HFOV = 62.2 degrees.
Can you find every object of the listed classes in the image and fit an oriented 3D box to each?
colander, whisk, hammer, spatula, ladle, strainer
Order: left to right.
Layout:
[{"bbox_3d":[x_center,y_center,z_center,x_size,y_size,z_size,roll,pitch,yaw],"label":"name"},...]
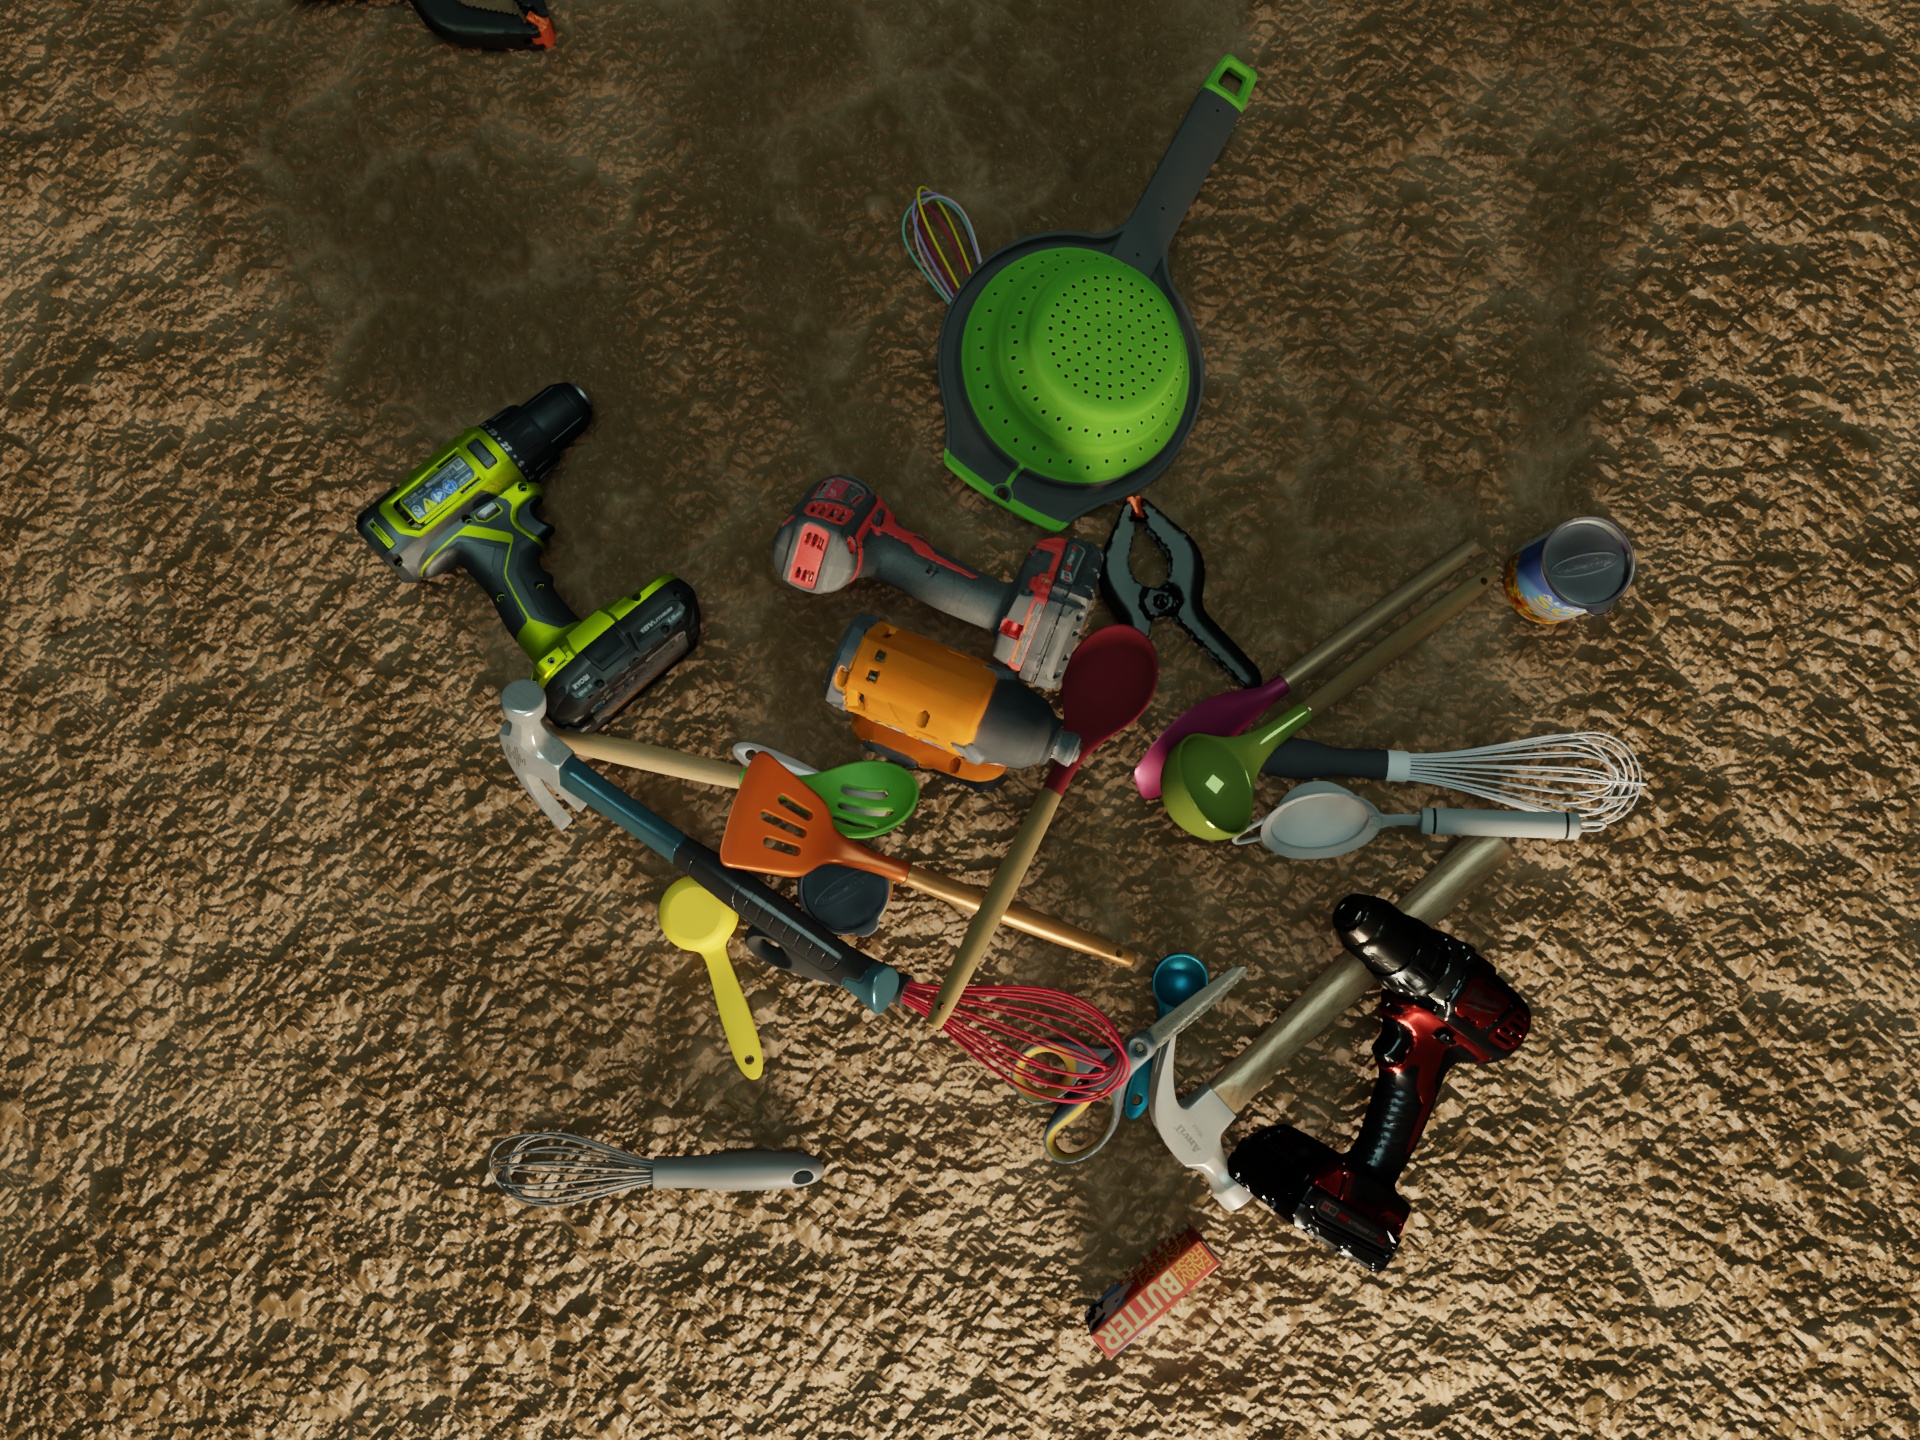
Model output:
[{"bbox_3d":[-0.217,0.320,1.138,0.239,0.055,0.055,1,85,-4],"label":"whisk"},{"bbox_3d":[-0.183,0.097,1.105,0.331,0.128,0.033,34,59,8],"label":"hammer"},{"bbox_3d":[-0.020,0.197,1.124,0.296,0.073,0.073,17,85,16],"label":"whisk"},{"bbox_3d":[-0.014,0.115,1.109,0.322,0.041,0.081,23,75,-17],"label":"spatula"},{"bbox_3d":[0.018,-0.288,1.192,0.051,0.047,0.245,-23,88,-3],"label":"whisk"},{"bbox_3d":[0.054,0.073,1.115,0.069,0.031,0.315,22,75,24],"label":"ladle"},{"bbox_3d":[0.130,-0.333,1.154,0.204,0.094,0.397,30,81,-10],"label":"colander"},{"bbox_3d":[0.269,0.193,1.147,0.331,0.031,0.130,-42,96,-5],"label":"hammer"},{"bbox_3d":[0.273,-0.022,1.140,0.320,0.062,0.078,-35,93,-13],"label":"ladle"},{"bbox_3d":[0.325,0.070,1.136,0.258,0.086,0.050,2,54,9],"label":"strainer"},{"bbox_3d":[0.350,0.036,1.157,0.284,0.070,0.070,4,85,6],"label":"whisk"}]

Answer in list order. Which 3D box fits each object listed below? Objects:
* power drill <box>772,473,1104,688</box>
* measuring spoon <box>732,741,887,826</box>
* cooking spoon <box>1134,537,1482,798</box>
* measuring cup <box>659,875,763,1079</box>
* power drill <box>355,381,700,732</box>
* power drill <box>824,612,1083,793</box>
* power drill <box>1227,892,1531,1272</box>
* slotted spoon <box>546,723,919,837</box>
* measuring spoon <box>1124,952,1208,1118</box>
[{"bbox_3d":[-0.015,-0.112,1.134,0.219,0.143,0.078,20,117,0],"label":"power drill"},{"bbox_3d":[-0.112,0.044,1.173,0.124,0.018,0.034,23,86,3],"label":"measuring spoon"},{"bbox_3d":[0.257,-0.042,1.165,0.319,0.068,0.017,-35,48,-9],"label":"cooking spoon"},{"bbox_3d":[-0.175,0.186,1.154,0.062,0.029,0.156,-20,83,-2],"label":"measuring cup"},{"bbox_3d":[-0.296,-0.123,1.160,0.190,0.080,0.228,-42,83,-12],"label":"power drill"},{"bbox_3d":[-0.002,-0.003,1.072,0.164,0.226,0.084,22,86,2],"label":"power drill"},{"bbox_3d":[0.280,0.241,1.092,0.187,0.080,0.227,36,84,-29],"label":"power drill"},{"bbox_3d":[-0.183,0.035,1.159,0.314,0.031,0.070,11,51,8],"label":"slotted spoon"},{"bbox_3d":[0.143,0.228,1.160,0.042,0.021,0.128,19,94,-12],"label":"measuring spoon"}]
